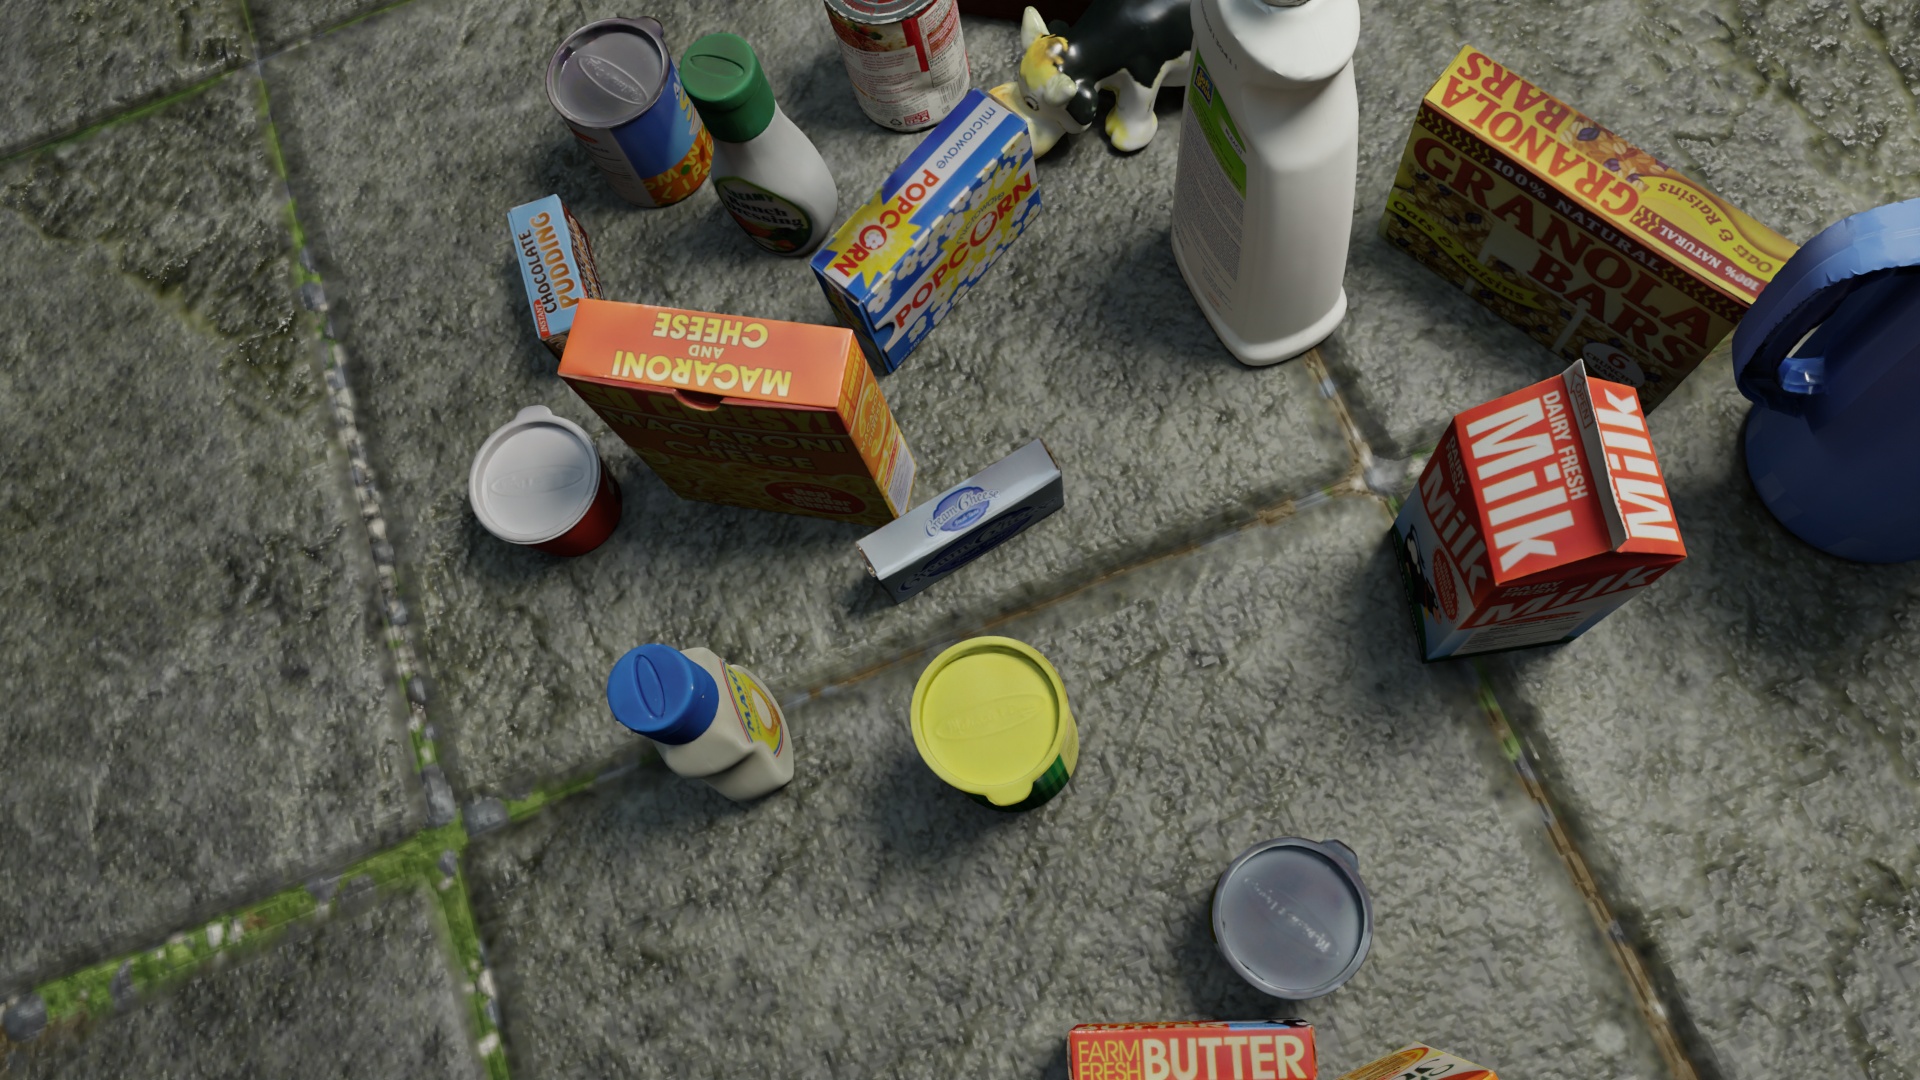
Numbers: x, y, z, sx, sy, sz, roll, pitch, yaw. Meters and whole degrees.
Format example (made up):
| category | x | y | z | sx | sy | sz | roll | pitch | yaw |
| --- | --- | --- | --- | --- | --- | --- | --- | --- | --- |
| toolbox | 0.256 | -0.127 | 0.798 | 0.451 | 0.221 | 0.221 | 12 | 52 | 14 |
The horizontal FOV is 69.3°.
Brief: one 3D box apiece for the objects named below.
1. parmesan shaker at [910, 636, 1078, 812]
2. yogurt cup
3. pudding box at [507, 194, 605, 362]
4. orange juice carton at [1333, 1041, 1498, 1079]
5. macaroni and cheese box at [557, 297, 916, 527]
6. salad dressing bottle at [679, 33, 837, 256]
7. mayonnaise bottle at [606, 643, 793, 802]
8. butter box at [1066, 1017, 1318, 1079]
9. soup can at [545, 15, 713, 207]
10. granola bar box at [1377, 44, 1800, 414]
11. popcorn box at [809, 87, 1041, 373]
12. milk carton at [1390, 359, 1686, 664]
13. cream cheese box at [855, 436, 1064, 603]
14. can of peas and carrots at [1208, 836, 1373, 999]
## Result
| category | x | y | z | sx | sy | sz | roll | pitch | yaw |
| --- | --- | --- | --- | --- | --- | --- | --- | --- | --- |
| parmesan shaker | 0.019 | 0.088 | 0.624 | 0.071 | 0.103 | 0.071 | -2 | 74 | 7 |
| yogurt cup | -0.209 | -0.024 | 0.713 | 0.072 | 0.054 | 0.072 | -2 | 73 | 7 |
| pudding box | -0.214 | -0.138 | 0.750 | 0.030 | 0.049 | 0.084 | -19 | 72 | 2 |
| orange juice carton | 0.172 | 0.239 | 0.512 | 0.073 | 0.192 | 0.072 | -26 | 72 | -1 |
| macaroni and cheese box | -0.095 | -0.053 | 0.648 | 0.124 | 0.166 | 0.040 | 8 | 75 | 10 |
| salad dressing bottle | -0.102 | -0.197 | 0.702 | 0.064 | 0.147 | 0.044 | 18 | 77 | 12 |
| mayonnaise bottle | -0.114 | 0.079 | 0.620 | 0.041 | 0.147 | 0.065 | -23 | 72 | 0 |
| butter box | 0.099 | 0.221 | 0.600 | 0.103 | 0.053 | 0.024 | -4 | 73 | 6 |
| soup can | -0.175 | -0.232 | 0.755 | 0.071 | 0.083 | 0.071 | -2 | 73 | 7 |
| granola bar box | 0.281 | -0.140 | 0.648 | 0.166 | 0.124 | 0.039 | 40 | 82 | 16 |
| popcorn box | -0.014 | -0.157 | 0.711 | 0.038 | 0.085 | 0.127 | 39 | 82 | 16 |
| milk carton | 0.238 | -0.006 | 0.579 | 0.073 | 0.190 | 0.072 | -9 | 73 | 5 |
| cream cheese box | 0.002 | -0.009 | 0.681 | 0.104 | 0.053 | 0.024 | -30 | 72 | -2 |
| can of peas and carrots | 0.144 | 0.163 | 0.609 | 0.071 | 0.058 | 0.071 | -2 | 73 | 7 |
